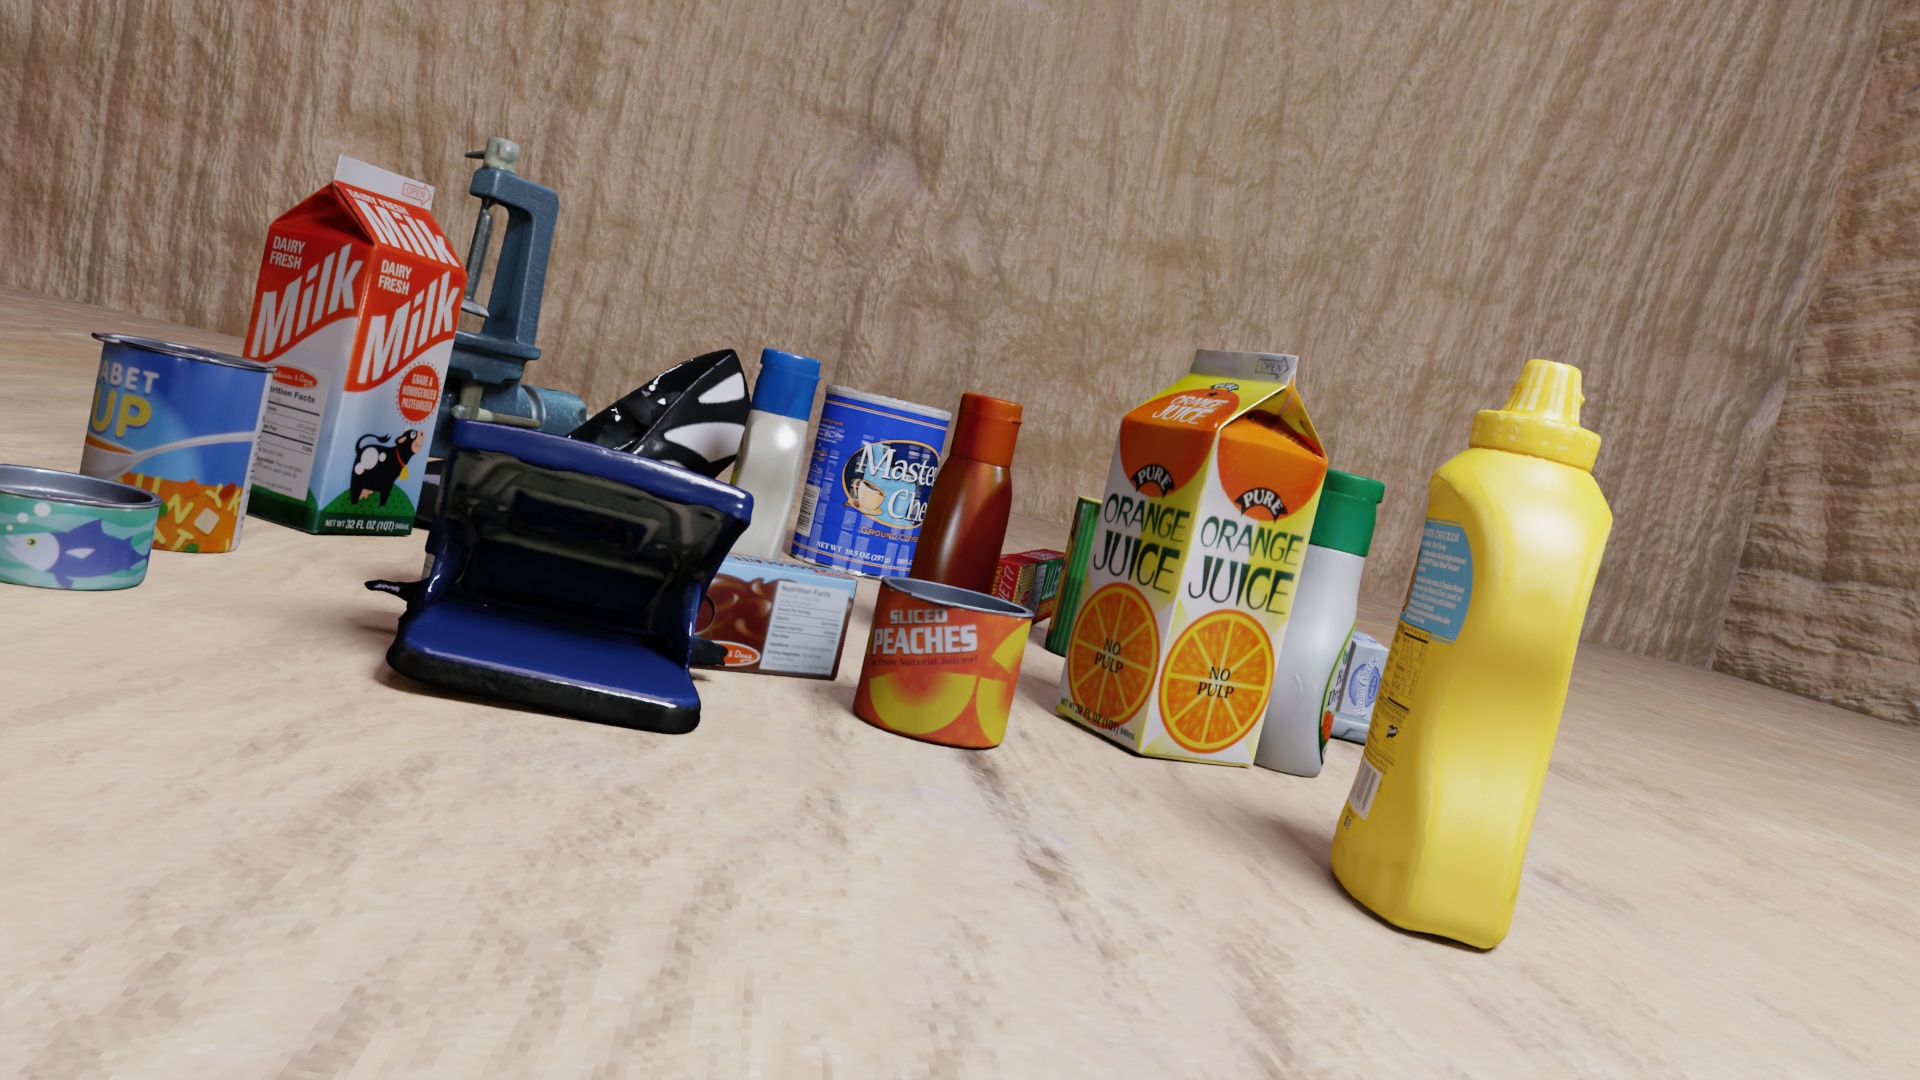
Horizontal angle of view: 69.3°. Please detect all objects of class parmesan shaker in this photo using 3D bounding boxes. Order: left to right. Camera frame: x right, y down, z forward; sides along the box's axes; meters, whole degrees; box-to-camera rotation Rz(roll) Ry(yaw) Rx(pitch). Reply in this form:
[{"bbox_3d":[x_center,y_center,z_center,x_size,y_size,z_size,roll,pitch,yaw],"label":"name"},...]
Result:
[{"bbox_3d":[0.096,0.028,0.905,0.071,0.103,0.071,13,4,-1],"label":"parmesan shaker"}]

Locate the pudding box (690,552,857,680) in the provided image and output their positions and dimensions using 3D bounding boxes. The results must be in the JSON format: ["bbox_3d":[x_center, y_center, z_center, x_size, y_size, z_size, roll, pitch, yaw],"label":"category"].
[{"bbox_3d":[-0.091,0.033,0.621,0.084,0.049,0.030,10,5,-38],"label":"pudding box"}]

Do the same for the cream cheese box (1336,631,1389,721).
[{"bbox_3d":[0.260,0.090,0.920,0.024,0.053,0.104,14,4,7],"label":"cream cheese box"}]

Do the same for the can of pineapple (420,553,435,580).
[{"bbox_3d":[-0.197,0.005,0.609,0.071,0.058,0.071,13,4,-1],"label":"can of pineapple"}]

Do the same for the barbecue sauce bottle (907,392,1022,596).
[{"bbox_3d":[0.003,-0.010,0.807,0.044,0.148,0.065,15,4,27],"label":"barbecue sauce bottle"}]

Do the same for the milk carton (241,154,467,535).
[{"bbox_3d":[-0.323,-0.102,0.737,0.073,0.190,0.072,14,4,19],"label":"milk carton"}]

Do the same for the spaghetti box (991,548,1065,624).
[{"bbox_3d":[0.052,0.035,1.038,0.029,0.050,0.250,14,4,12],"label":"spaghetti box"}]

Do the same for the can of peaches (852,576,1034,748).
[{"bbox_3d":[-0.009,0.050,0.581,0.071,0.058,0.071,13,4,-1],"label":"can of peaches"}]

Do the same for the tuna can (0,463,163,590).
[{"bbox_3d":[-0.329,-0.005,0.498,0.071,0.033,0.071,13,4,-1],"label":"tuna can"}]

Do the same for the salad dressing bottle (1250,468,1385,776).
[{"bbox_3d":[0.173,0.039,0.682,0.044,0.147,0.064,14,4,17],"label":"salad dressing bottle"}]

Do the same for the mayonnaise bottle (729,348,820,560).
[{"bbox_3d":[-0.119,-0.041,0.843,0.041,0.148,0.065,12,4,-12],"label":"mayonnaise bottle"}]

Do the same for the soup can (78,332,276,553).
[{"bbox_3d":[-0.344,-0.042,0.602,0.071,0.083,0.071,13,4,-1],"label":"soup can"}]

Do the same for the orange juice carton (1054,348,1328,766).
[{"bbox_3d":[0.113,0.003,0.662,0.073,0.192,0.072,11,4,-31],"label":"orange juice carton"}]
